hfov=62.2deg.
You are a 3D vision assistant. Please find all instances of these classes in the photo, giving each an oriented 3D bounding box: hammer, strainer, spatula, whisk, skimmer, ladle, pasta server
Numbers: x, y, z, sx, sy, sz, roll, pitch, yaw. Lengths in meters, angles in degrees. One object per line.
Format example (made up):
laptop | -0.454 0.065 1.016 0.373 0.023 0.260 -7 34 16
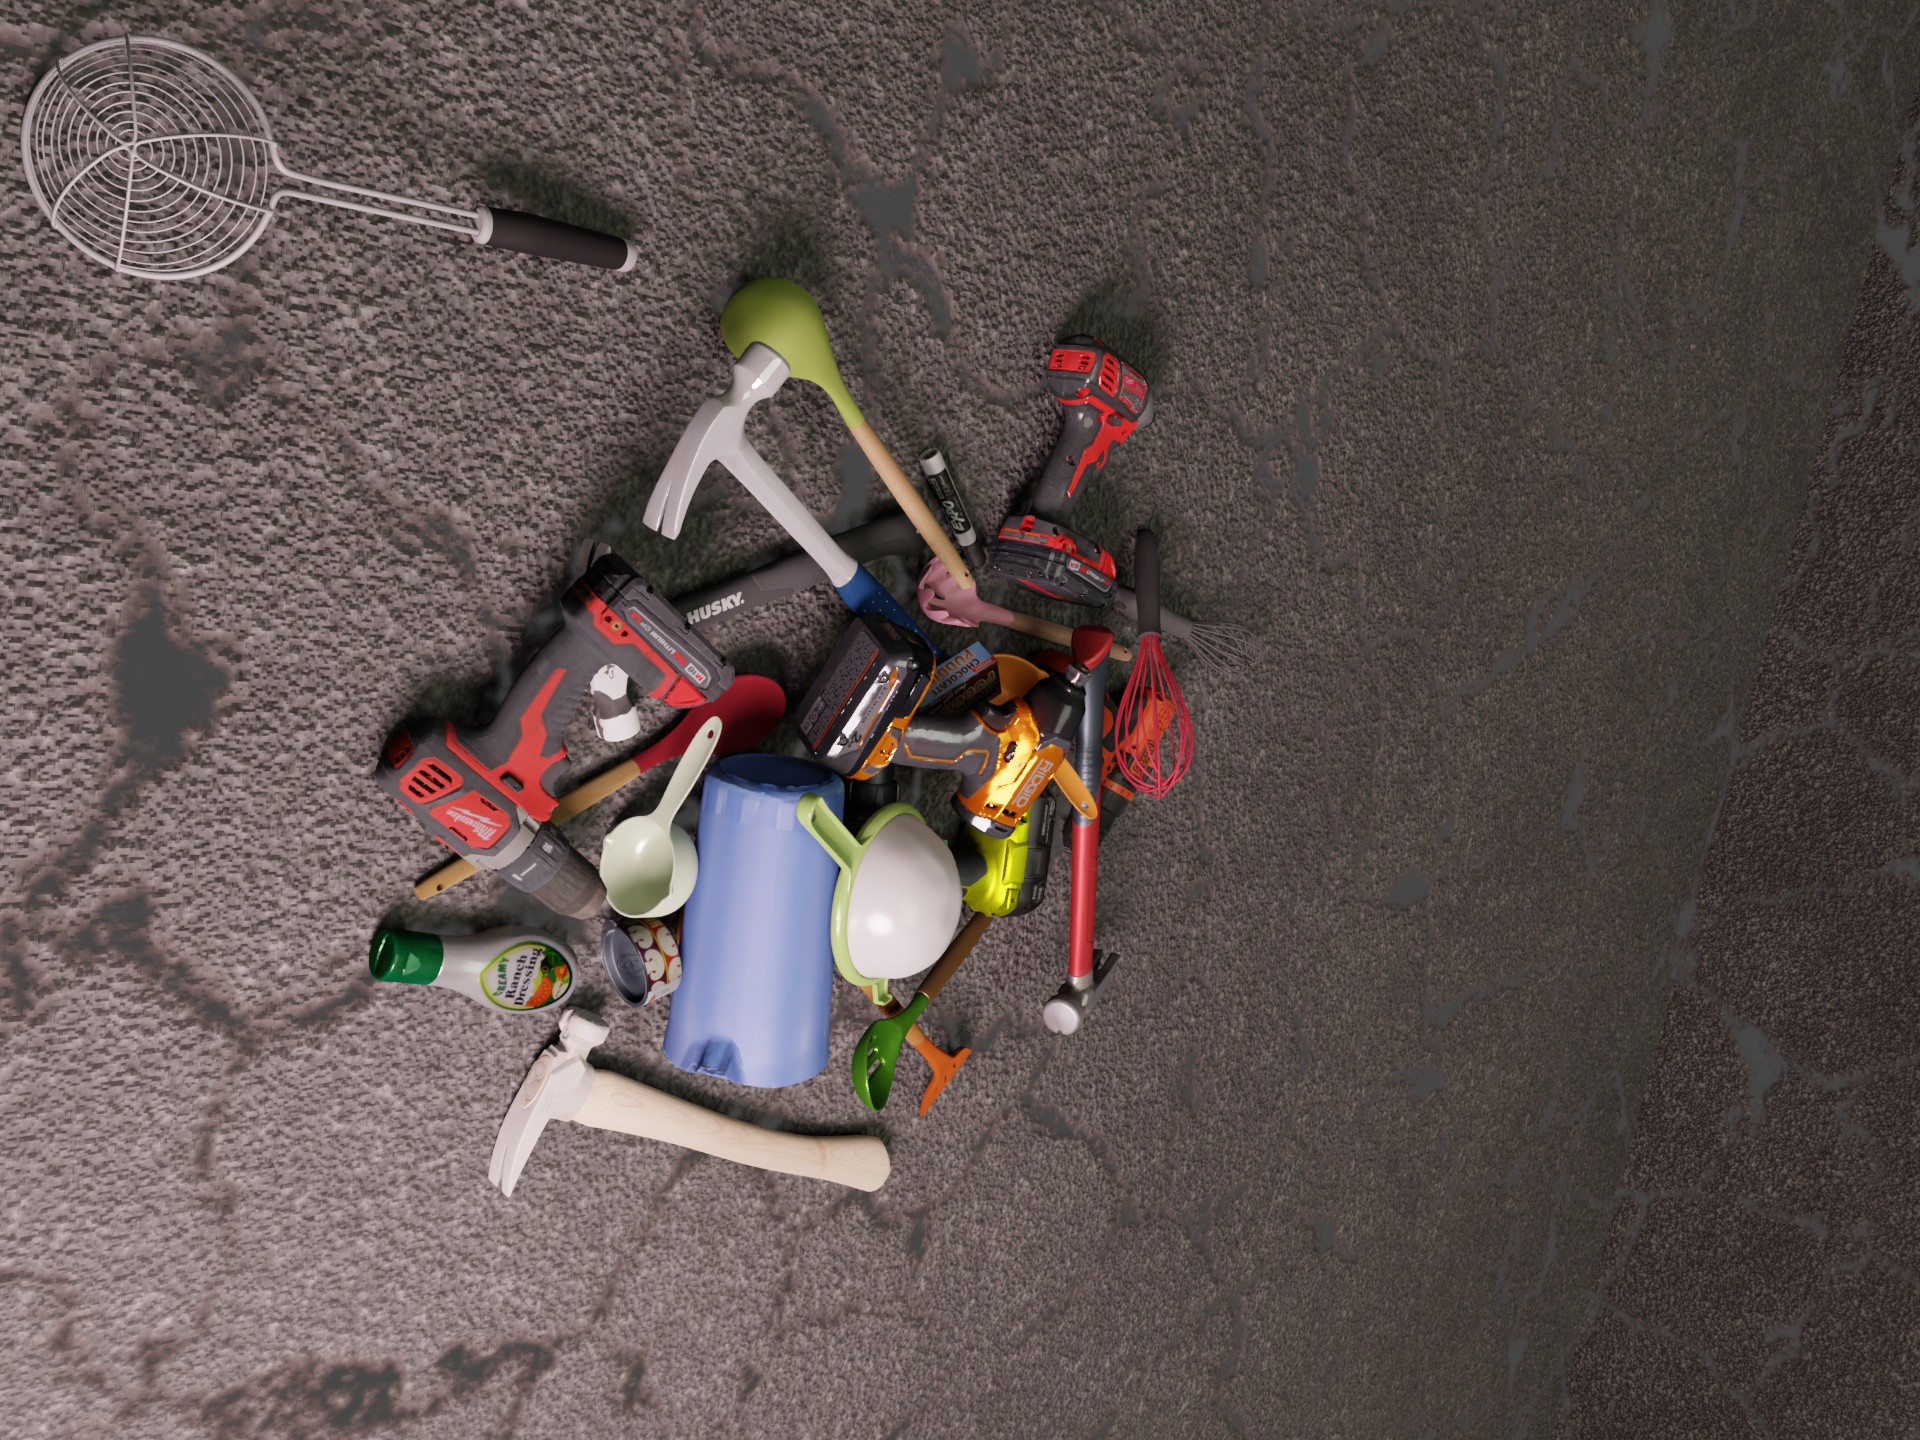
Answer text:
hammer | 0.122 0.093 1.485 0.143 0.038 0.386 -41 136 -59
hammer | -0.152 -0.112 1.236 0.335 0.035 0.146 -27 122 -35
strainer | -0.053 0.121 1.226 0.151 0.069 0.256 -68 155 -21
spatula | -0.054 0.270 1.422 0.081 0.041 0.322 -51 141 -17
whisk | 0.175 -0.059 1.470 0.073 0.073 0.296 39 43 -44
hammer | -0.206 0.360 1.346 0.410 0.038 0.146 32 83 -45
hammer | -0.098 -0.114 1.225 0.144 0.035 0.405 -54 147 -8
whisk | 0.226 -0.094 1.601 0.238 0.055 0.055 19 90 -42
skimmer | -0.361 -0.315 0.969 0.363 0.090 0.127 -7 106 -53
ladle | -0.264 0.048 1.189 0.315 0.031 0.069 -32 132 -30
ladle | -0.077 -0.213 1.247 0.319 0.062 0.078 53 51 -39
pasta server | 0.066 -0.090 1.452 0.316 0.040 0.060 13 67 -47

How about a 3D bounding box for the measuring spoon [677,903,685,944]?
measuring spoon | -0.205 0.128 1.283 0.021 0.011 0.117 16 92 -46

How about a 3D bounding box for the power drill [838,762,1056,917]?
power drill | -0.025 0.099 1.404 0.228 0.080 0.190 0 101 -42

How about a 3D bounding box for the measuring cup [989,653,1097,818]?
measuring cup | 0.059 0.024 1.409 0.095 0.052 0.174 -31 80 -28

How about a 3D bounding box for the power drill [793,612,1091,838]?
power drill | -0.002 -0.004 1.283 0.226 0.084 0.164 22 109 -38

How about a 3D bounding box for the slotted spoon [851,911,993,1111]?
slotted spoon | -0.023 0.234 1.407 0.314 0.031 0.070 -47 132 -54

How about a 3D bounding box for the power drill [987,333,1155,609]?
power drill | 0.112 -0.219 1.422 0.143 0.079 0.220 19 87 -54

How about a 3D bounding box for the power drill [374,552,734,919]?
power drill | -0.263 0.018 1.108 0.227 0.080 0.187 -46 121 -5

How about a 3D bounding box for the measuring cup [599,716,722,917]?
measuring cup | -0.211 0.073 1.199 0.038 0.083 0.167 17 104 -57
